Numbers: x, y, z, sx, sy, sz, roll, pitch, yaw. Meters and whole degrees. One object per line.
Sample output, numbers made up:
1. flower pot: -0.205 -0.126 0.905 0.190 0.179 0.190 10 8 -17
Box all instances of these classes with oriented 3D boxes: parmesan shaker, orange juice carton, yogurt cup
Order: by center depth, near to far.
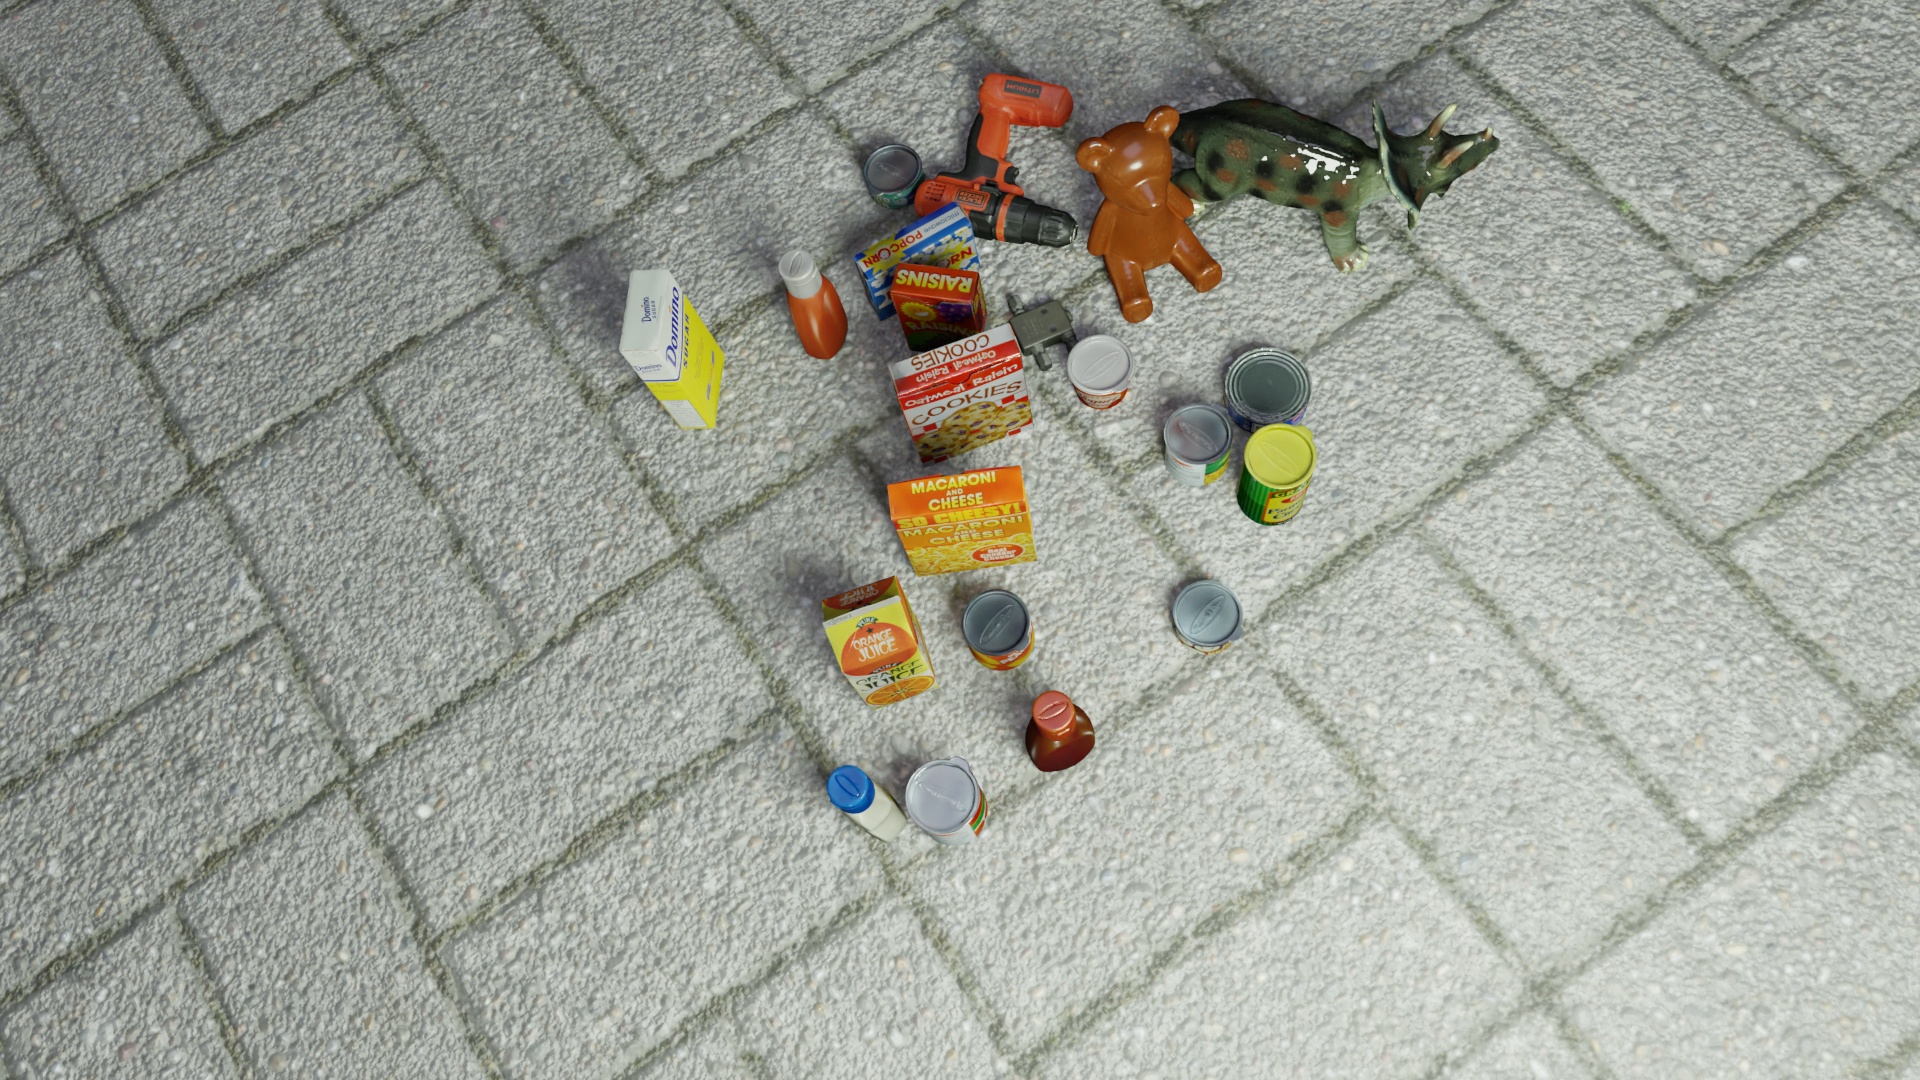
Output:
1. orange juice carton: -0.074 0.091 1.272 0.072 0.192 0.073 -19 69 0
2. parmesan shaker: 0.304 -0.063 1.333 0.071 0.102 0.071 -2 69 6
3. yogurt cup: 0.143 -0.169 1.419 0.072 0.053 0.072 -2 69 6

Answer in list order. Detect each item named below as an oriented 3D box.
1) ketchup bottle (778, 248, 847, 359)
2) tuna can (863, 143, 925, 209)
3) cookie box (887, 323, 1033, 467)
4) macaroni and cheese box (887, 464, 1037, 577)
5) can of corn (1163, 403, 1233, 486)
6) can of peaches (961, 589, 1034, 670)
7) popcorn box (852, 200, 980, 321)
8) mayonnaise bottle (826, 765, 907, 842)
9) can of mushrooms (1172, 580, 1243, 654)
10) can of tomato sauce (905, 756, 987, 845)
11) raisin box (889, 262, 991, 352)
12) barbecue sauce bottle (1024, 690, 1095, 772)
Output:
1. ketchup bottle: -0.152 -0.247 1.434 0.043 0.148 0.065 12 72 11
2. tuna can: -0.075 -0.403 1.546 0.071 0.032 0.071 -2 69 6
3. cookie box: 0.004 -0.139 1.364 0.123 0.167 0.040 -20 69 -1
4. macaroni and cheese box: 0.005 -0.017 1.318 0.124 0.166 0.040 -8 69 4
5. can of corn: 0.237 -0.096 1.378 0.071 0.058 0.071 -2 69 6
6. can of peaches: 0.039 0.088 1.332 0.071 0.058 0.071 -2 69 6
7. popcorn box: -0.045 -0.296 1.474 0.127 0.085 0.038 -30 69 -5
8. mayonnaise bottle: -0.087 0.233 1.244 0.065 0.147 0.041 39 79 18
9. can of mushrooms: 0.237 0.076 1.325 0.071 0.033 0.071 -2 69 6
10. can of tomato sauce: -0.011 0.238 1.267 0.071 0.083 0.071 -2 69 6
11. raisin box: -0.019 -0.234 1.426 0.086 0.123 0.040 9 71 10
12. barbecue sauce bottle: 0.087 0.170 1.246 0.065 0.148 0.044 -26 69 -3
